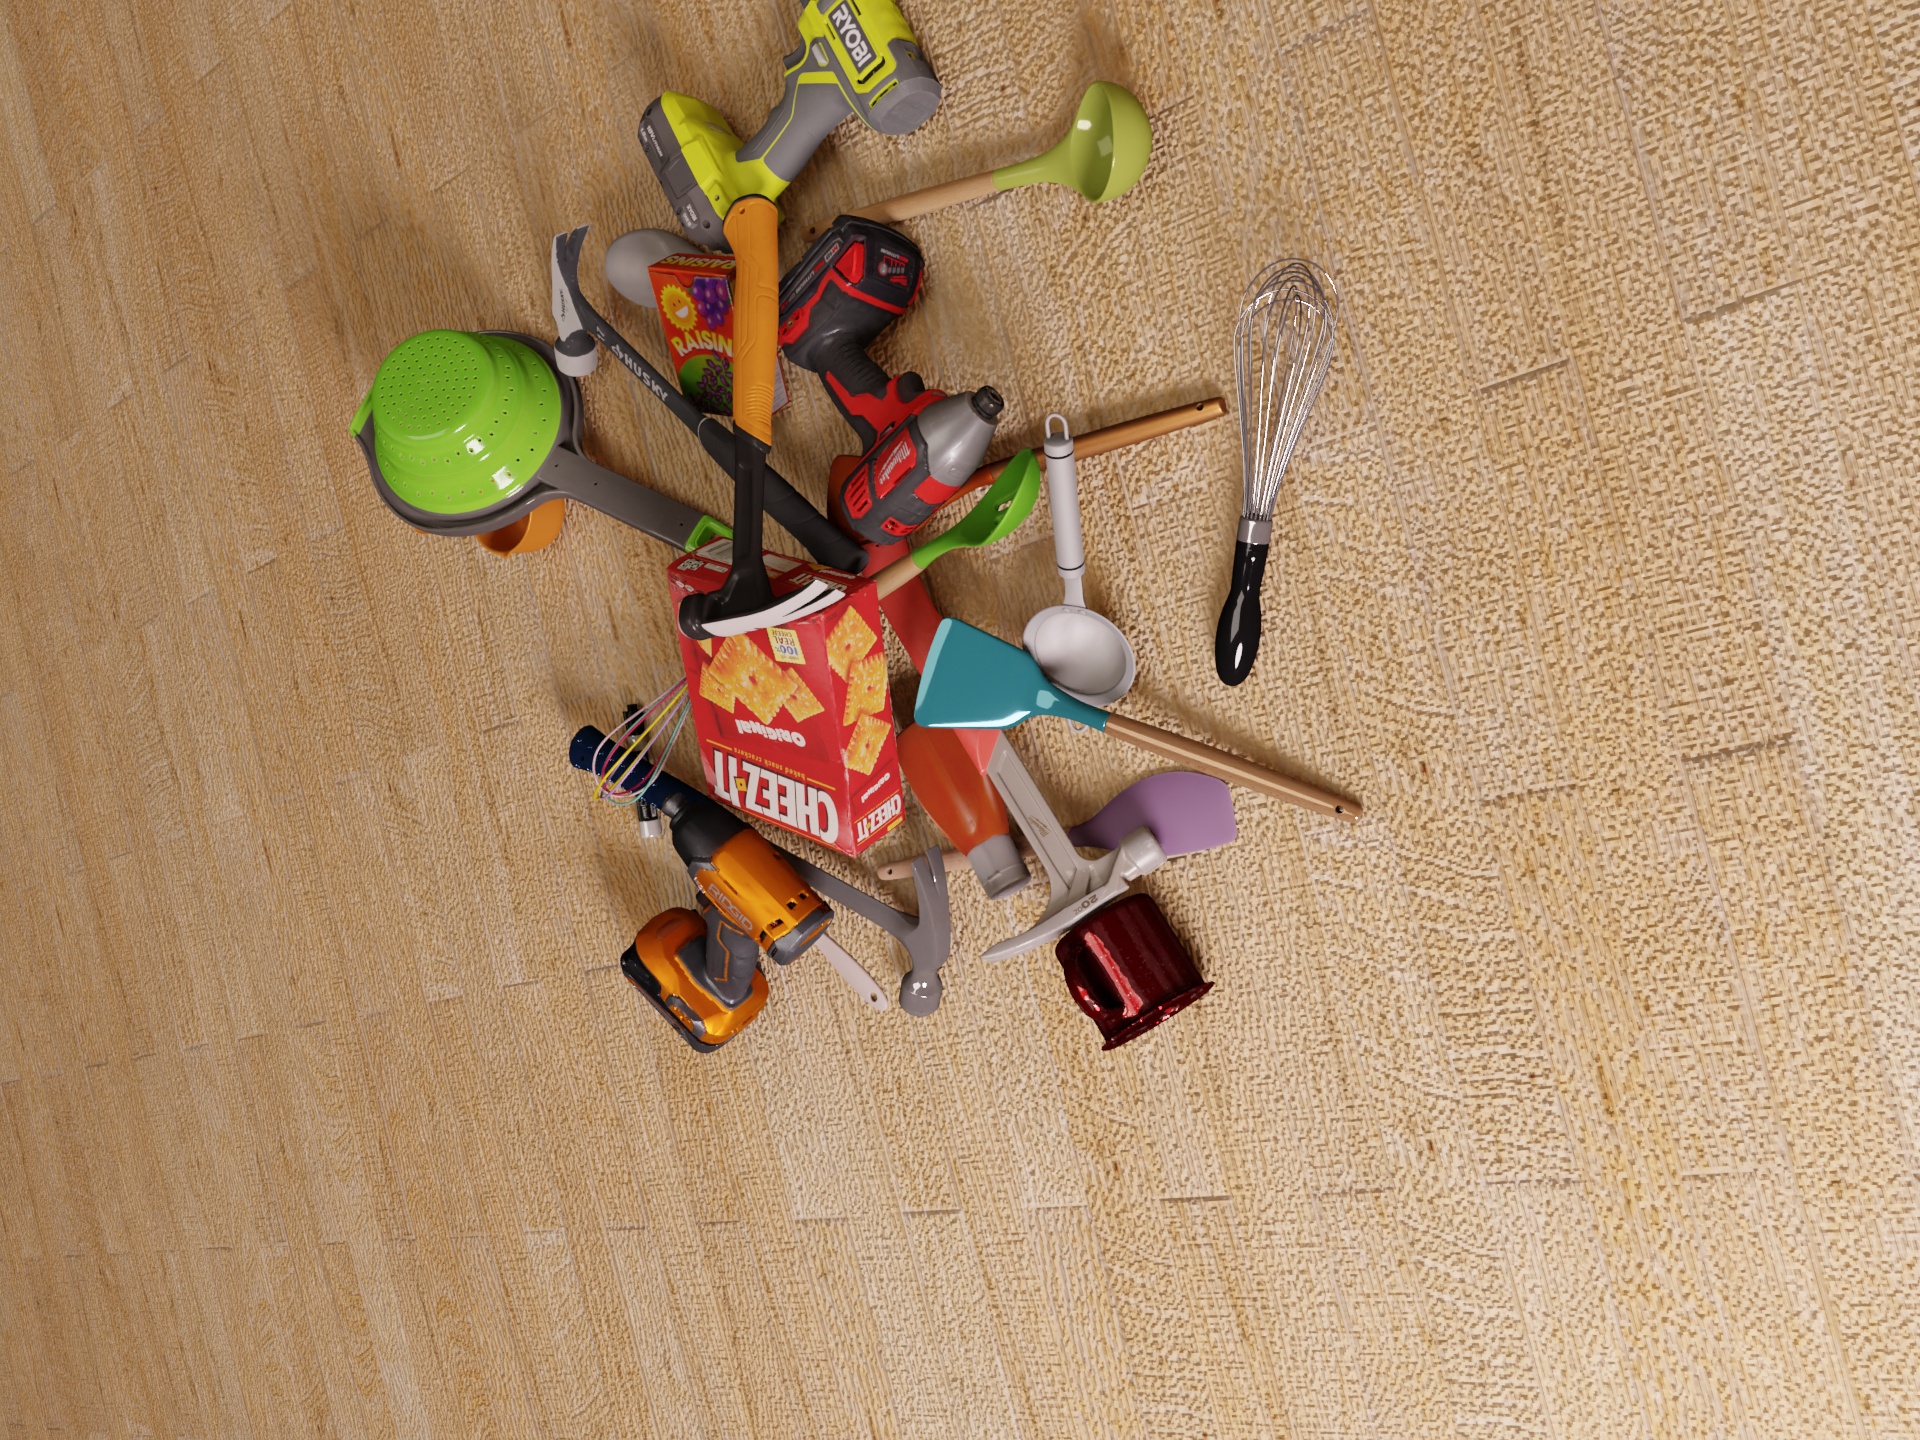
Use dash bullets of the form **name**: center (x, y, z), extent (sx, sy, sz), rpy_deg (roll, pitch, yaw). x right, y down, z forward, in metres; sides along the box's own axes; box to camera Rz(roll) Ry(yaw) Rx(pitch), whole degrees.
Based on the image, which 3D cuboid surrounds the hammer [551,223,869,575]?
- **hammer**: center (-0.207, -0.240, 1.257), extent (0.409, 0.036, 0.149), rpy_deg (44, 149, 26)

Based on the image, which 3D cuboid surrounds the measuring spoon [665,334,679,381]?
- **measuring spoon**: center (-0.231, -0.310, 1.318), extent (0.021, 0.011, 0.116), rpy_deg (12, 125, 30)

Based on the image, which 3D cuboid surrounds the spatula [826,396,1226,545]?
- **spatula**: center (0.041, -0.189, 1.157), extent (0.322, 0.041, 0.081), rpy_deg (-11, 70, 33)

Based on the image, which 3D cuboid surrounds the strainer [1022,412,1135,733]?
- **strainer**: center (0.079, -0.101, 1.097), extent (0.087, 0.050, 0.258), rpy_deg (11, 136, 22)

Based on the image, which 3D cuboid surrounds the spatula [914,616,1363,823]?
- **spatula**: center (0.123, 0.013, 1.103), extent (0.317, 0.044, 0.082), rpy_deg (20, 102, 19)

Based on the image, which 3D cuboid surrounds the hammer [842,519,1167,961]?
- **hammer**: center (-0.002, -0.004, 1.182), extent (0.149, 0.036, 0.359), rpy_deg (-32, 70, 2)

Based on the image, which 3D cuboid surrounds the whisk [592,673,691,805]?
- **whisk**: center (-0.228, -0.025, 1.323), extent (0.245, 0.047, 0.051), rpy_deg (-51, 57, 6)

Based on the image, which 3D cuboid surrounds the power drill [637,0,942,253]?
- **power drill**: center (-0.136, -0.478, 1.213), extent (0.223, 0.080, 0.171), rpy_deg (-32, 79, 30)

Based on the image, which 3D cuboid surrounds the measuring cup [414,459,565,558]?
- **measuring cup**: center (-0.436, -0.193, 1.475), extent (0.174, 0.052, 0.095), rpy_deg (-5, 95, 36)

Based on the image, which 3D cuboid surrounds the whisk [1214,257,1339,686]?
- **whisk**: center (0.198, -0.158, 1.048), extent (0.070, 0.070, 0.284), rpy_deg (18, 112, 31)

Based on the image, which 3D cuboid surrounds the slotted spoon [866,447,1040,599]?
- **slotted spoon**: center (-0.045, -0.109, 1.163), extent (0.314, 0.031, 0.070), rpy_deg (-28, 37, 42)

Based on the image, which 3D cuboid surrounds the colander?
- **colander**: center (-0.369, -0.236, 1.357), extent (0.397, 0.094, 0.204), rpy_deg (26, 78, 17)

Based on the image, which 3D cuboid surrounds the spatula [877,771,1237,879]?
- **spatula**: center (0.063, 0.090, 1.200), extent (0.316, 0.018, 0.060), rpy_deg (-15, 84, 34)

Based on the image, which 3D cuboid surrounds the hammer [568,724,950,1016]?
- **hammer**: center (-0.174, 0.095, 1.327), extent (0.406, 0.035, 0.144), rpy_deg (26, 124, 27)

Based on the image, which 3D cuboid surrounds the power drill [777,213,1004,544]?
- **power drill**: center (-0.052, -0.252, 1.156), extent (0.143, 0.078, 0.220), rpy_deg (-39, 61, 32)

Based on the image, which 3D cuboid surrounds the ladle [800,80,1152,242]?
- **ladle**: center (-0.002, -0.386, 1.147), extent (0.320, 0.062, 0.078), rpy_deg (-2, 94, 37)

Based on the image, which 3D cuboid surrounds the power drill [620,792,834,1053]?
- **power drill**: center (-0.205, 0.163, 1.310), extent (0.164, 0.084, 0.226), rpy_deg (44, 138, 9)

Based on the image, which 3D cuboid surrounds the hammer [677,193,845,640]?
- **hammer**: center (-0.144, -0.228, 1.144), extent (0.127, 0.034, 0.337), rpy_deg (-11, 72, 30)

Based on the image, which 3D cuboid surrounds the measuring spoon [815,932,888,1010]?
- **measuring spoon**: center (-0.107, 0.200, 1.332), extent (0.124, 0.018, 0.034), rpy_deg (42, 118, 21)
